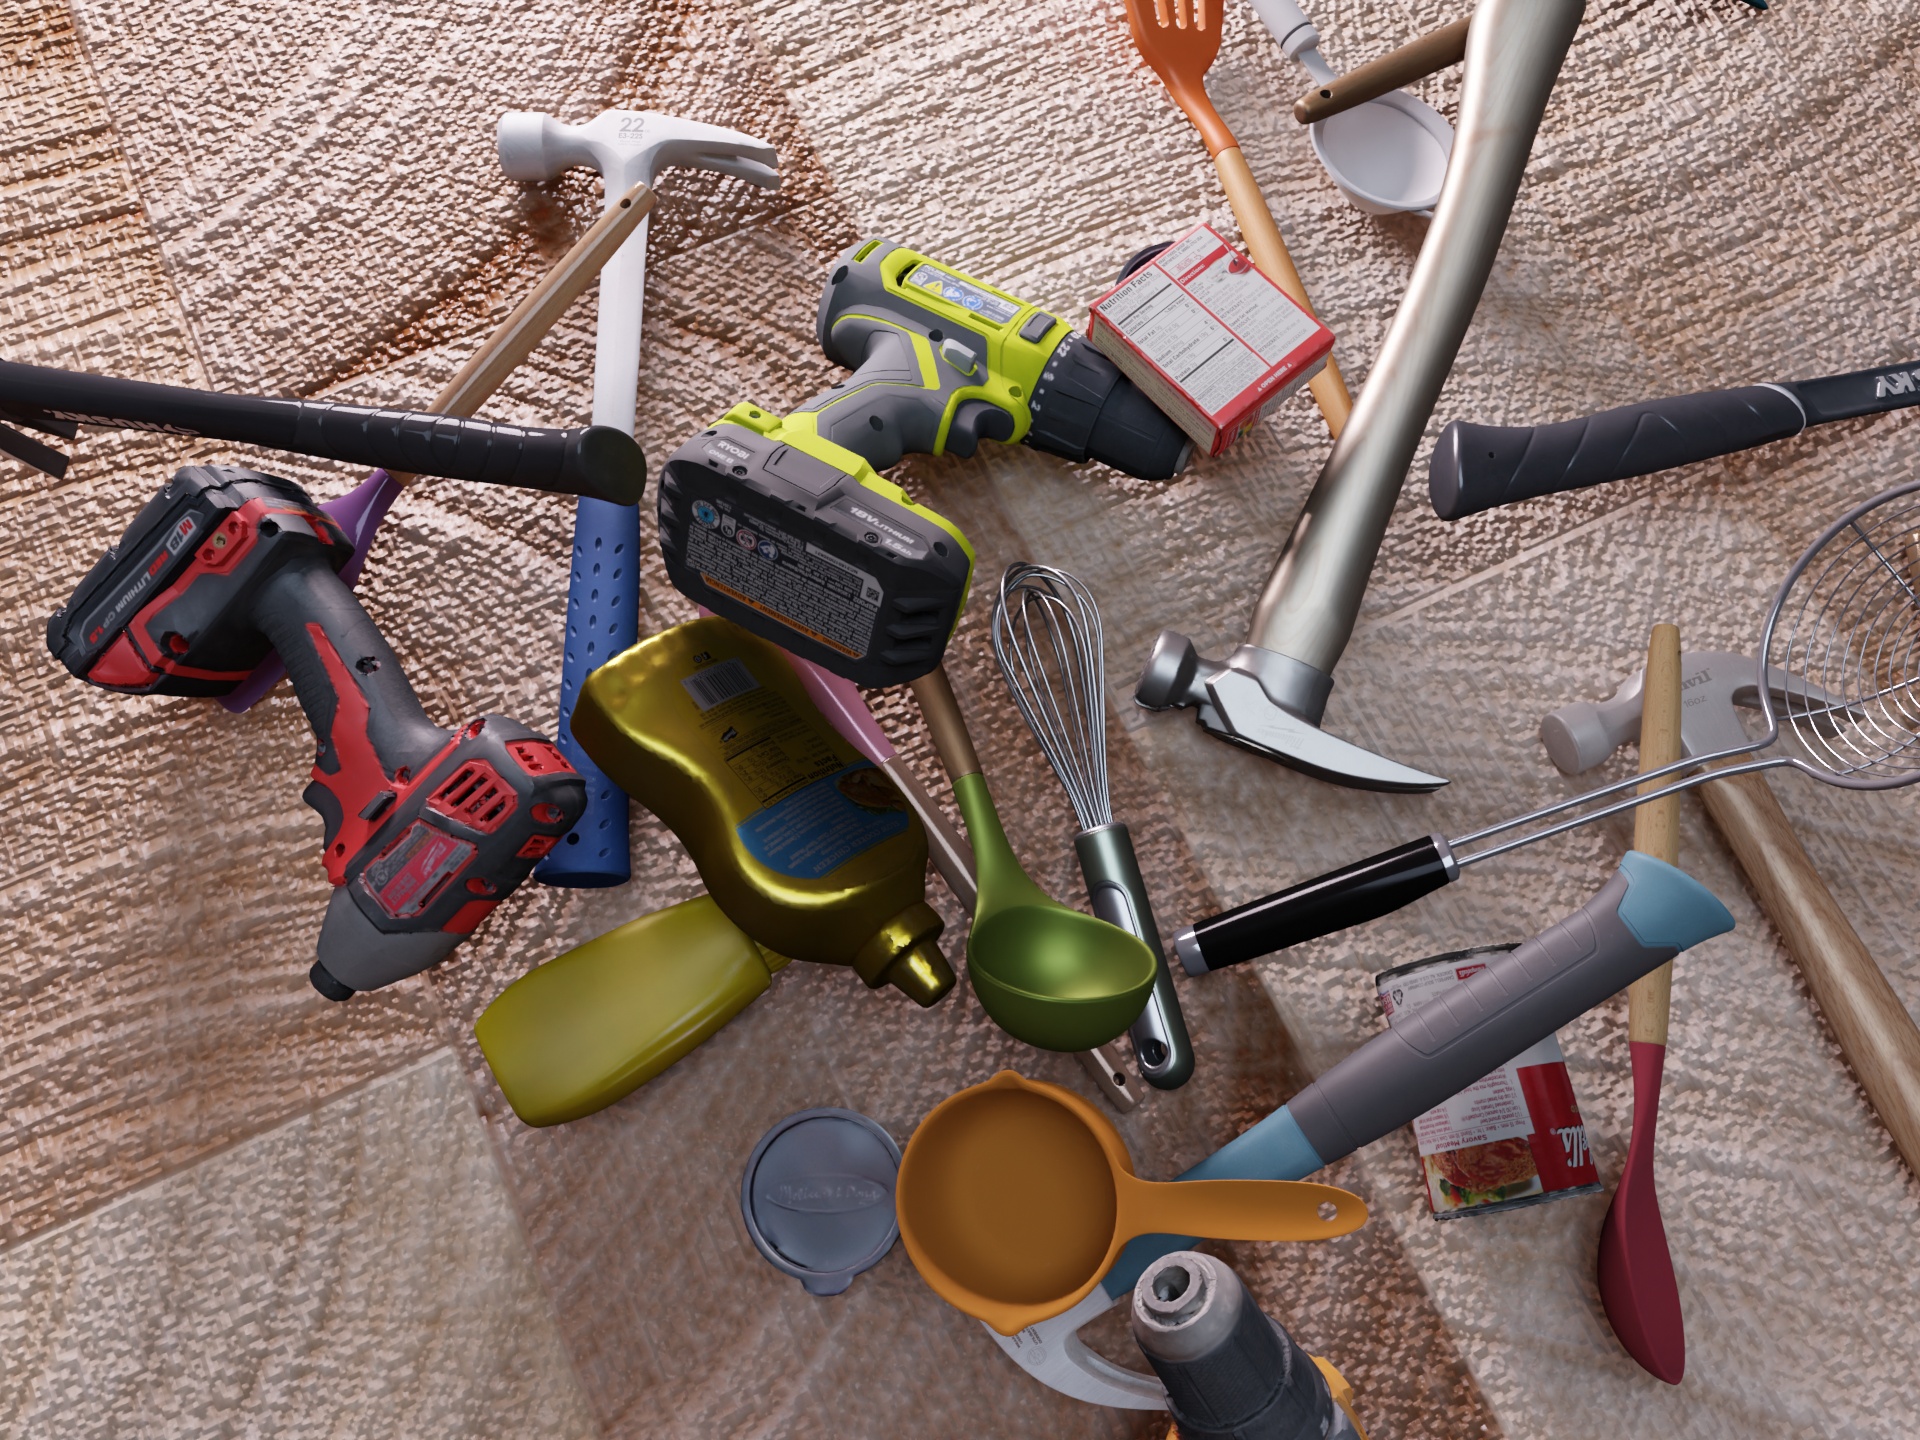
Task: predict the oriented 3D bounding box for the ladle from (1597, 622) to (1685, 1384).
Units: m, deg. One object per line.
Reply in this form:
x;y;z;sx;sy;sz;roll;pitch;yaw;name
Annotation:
0.292;0.110;0.671;0.031;0.069;0.315;-2;74;36;ladle

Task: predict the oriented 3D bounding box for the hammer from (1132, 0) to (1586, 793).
0.224;-0.168;0.754;0.146;0.038;0.411;22;82;5;hammer

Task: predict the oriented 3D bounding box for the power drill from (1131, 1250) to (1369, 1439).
0.049;0.304;0.559;0.226;0.084;0.185;-36;119;-11;power drill

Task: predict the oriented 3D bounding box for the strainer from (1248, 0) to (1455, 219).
0.182;-0.346;0.830;0.087;0.050;0.258;-27;80;-24;strainer

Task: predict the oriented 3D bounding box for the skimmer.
0.249;0.015;0.647;0.363;0.090;0.127;-22;38;12;skimmer

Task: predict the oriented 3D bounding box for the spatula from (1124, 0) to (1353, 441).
0.151;-0.277;0.819;0.081;0.041;0.323;-9;72;-30;spatula

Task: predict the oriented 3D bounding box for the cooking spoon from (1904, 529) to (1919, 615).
0.466;0.057;0.715;0.068;0.017;0.319;13;65;-29;cooking spoon

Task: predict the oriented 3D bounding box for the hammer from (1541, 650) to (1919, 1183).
0.392;0.118;0.695;0.130;0.031;0.331;-22;73;-7;hammer

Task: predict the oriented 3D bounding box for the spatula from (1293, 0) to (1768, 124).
0.300;-0.365;0.832;0.317;0.044;0.082;-28;75;-16;spatula

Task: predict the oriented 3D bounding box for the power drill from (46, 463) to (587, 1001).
-0.277;0.008;0.685;0.143;0.078;0.220;-46;80;8;power drill

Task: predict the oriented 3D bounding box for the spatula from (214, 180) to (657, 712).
-0.253;-0.136;0.753;0.060;0.018;0.316;40;87;13;spatula

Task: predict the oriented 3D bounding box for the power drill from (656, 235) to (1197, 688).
-0.010;-0.120;0.714;0.190;0.080;0.229;27;47;9;power drill

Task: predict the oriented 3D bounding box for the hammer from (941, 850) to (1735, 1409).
0.147;0.154;0.626;0.331;0.033;0.128;-35;74;8;hammer

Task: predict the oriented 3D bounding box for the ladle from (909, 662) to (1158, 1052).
-0.001;-0.002;0.700;0.078;0.062;0.320;-6;59;-29;ladle

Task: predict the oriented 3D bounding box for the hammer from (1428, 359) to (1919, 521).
0.402;-0.145;0.750;0.409;0.036;0.149;-13;74;-15;hammer

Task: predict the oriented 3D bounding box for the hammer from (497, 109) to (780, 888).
-0.163;-0.122;0.766;0.144;0.035;0.406;-1;71;-1;hammer

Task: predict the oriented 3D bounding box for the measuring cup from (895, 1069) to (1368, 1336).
0.065;0.181;0.602;0.173;0.052;0.095;-2;80;14;measuring cup

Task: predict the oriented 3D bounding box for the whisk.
0.060;0.042;0.709;0.058;0.059;0.246;-24;74;32;whisk

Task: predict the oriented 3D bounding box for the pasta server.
-0.018;0.043;0.719;0.060;0.040;0.316;-35;79;-12;pasta server

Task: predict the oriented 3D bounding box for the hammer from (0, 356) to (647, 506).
-0.306;-0.130;0.705;0.335;0.146;0.035;8;79;2;hammer
